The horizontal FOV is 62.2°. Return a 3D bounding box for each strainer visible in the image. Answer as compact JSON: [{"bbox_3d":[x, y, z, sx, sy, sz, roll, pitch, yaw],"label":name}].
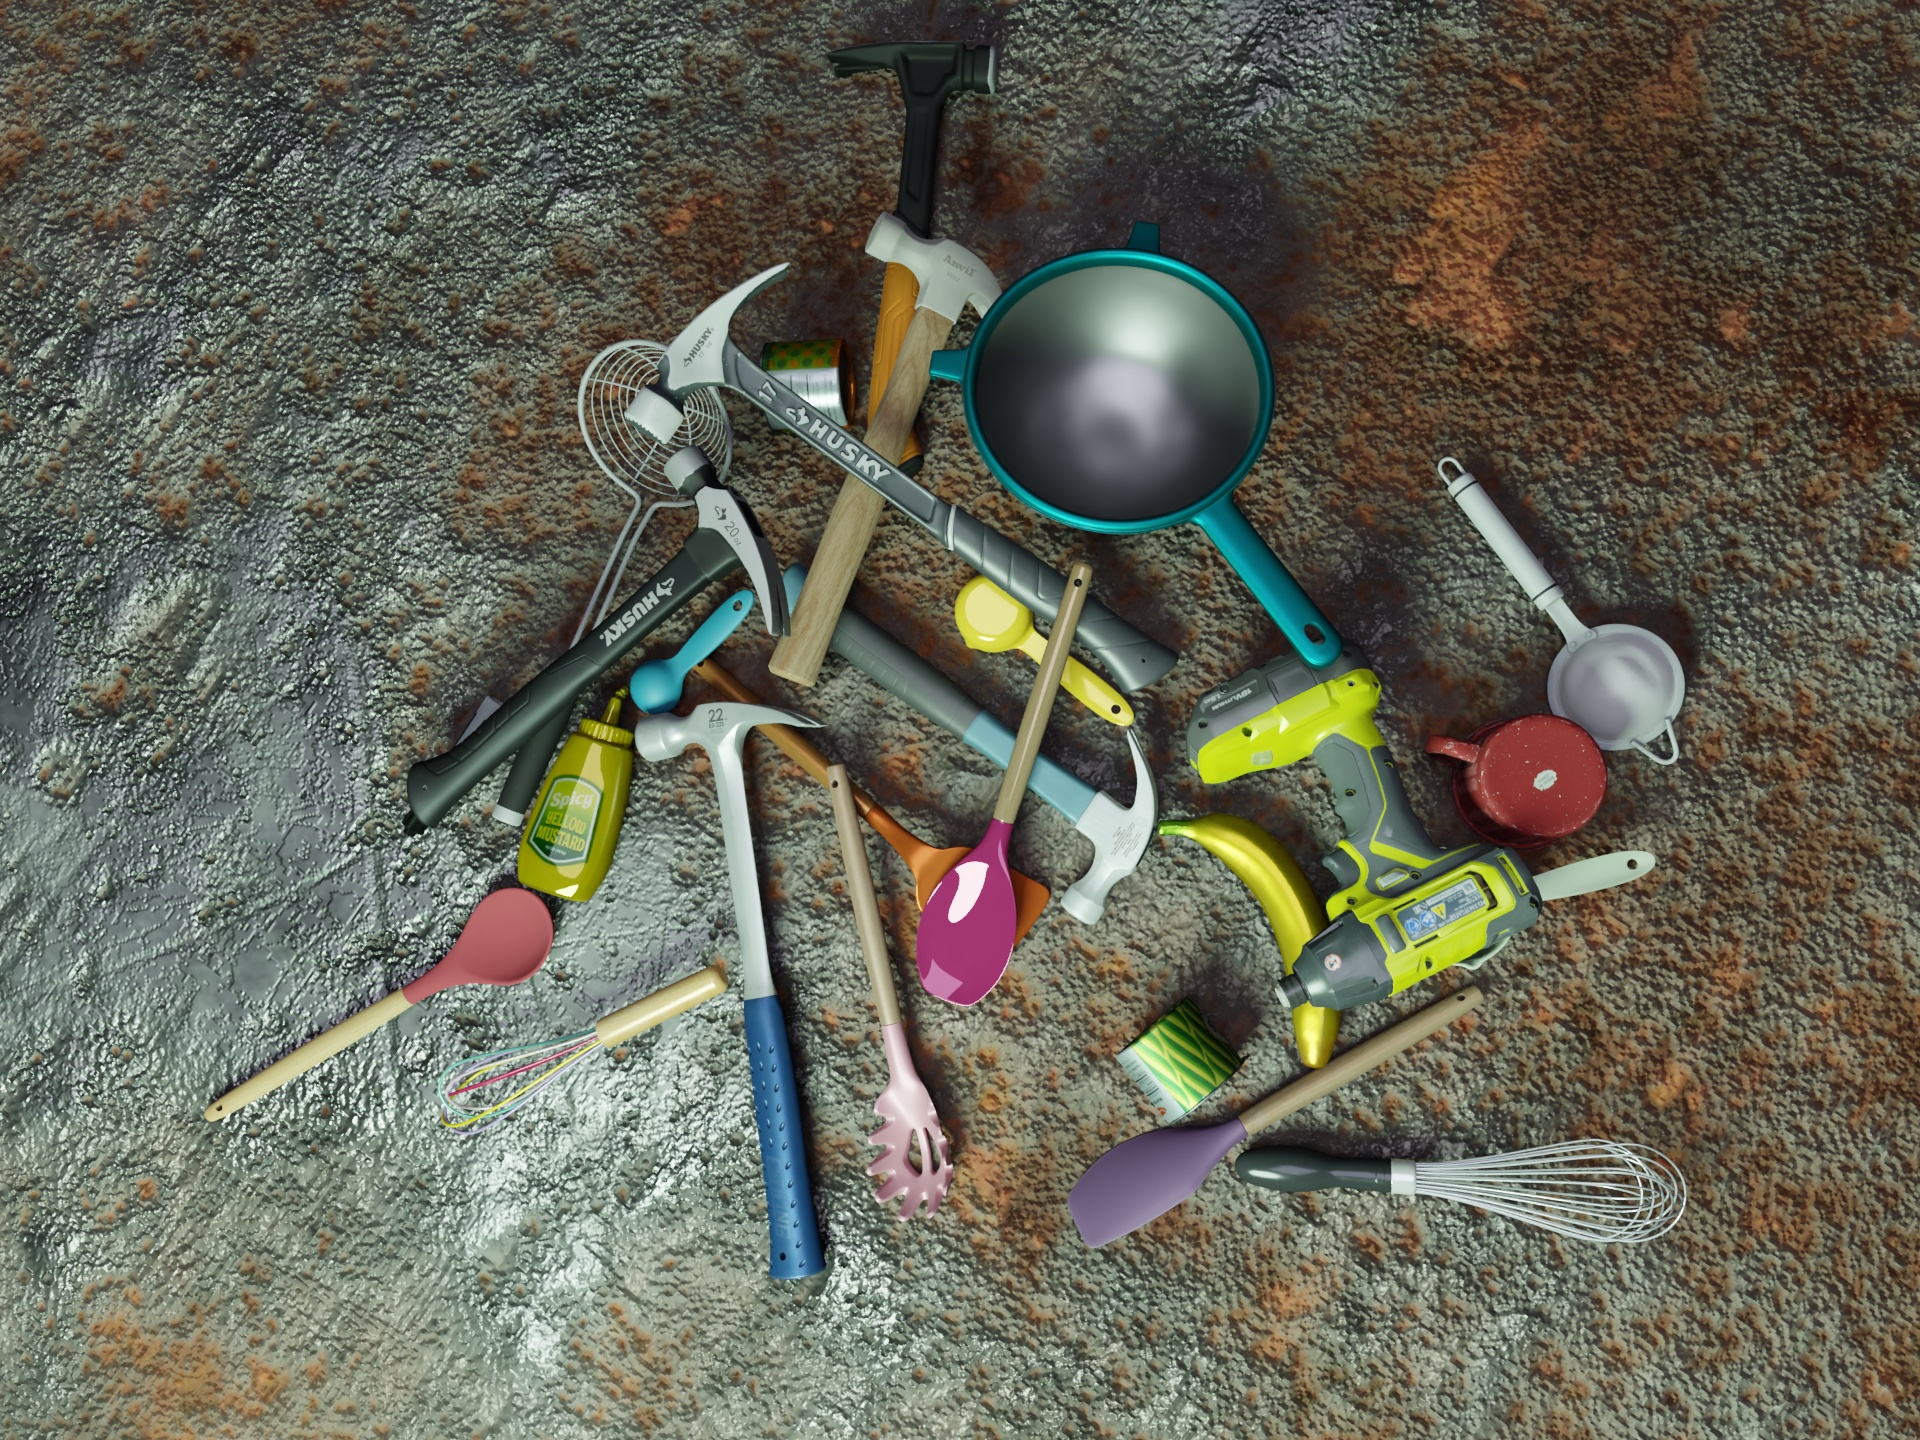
[{"bbox_3d":[0.405,-0.077,1.085,0.087,0.050,0.258,-37,76,17],"label":"strainer"},{"bbox_3d":[0.144,-0.164,1.097,0.211,0.095,0.340,-34,78,-8],"label":"strainer"}]

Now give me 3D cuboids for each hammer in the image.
[{"bbox_3d":[-0.002,-0.004,1.135,0.331,0.033,0.128,36,96,12],"label":"hammer"},{"bbox_3d":[-0.266,-0.034,1.126,0.334,0.035,0.146,-39,79,13],"label":"hammer"},{"bbox_3d":[-0.048,-0.341,1.184,0.127,0.034,0.337,4,84,8],"label":"hammer"},{"bbox_3d":[-0.138,0.184,1.125,0.144,0.035,0.405,-11,84,23],"label":"hammer"},{"bbox_3d":[-0.020,-0.149,1.095,0.409,0.036,0.149,35,86,-8],"label":"hammer"},{"bbox_3d":[-0.057,-0.182,1.127,0.130,0.031,0.331,22,86,-19],"label":"hammer"}]

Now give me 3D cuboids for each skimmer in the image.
[{"bbox_3d":[-0.273,-0.096,1.160,0.127,0.090,0.363,22,87,9],"label":"skimmer"}]

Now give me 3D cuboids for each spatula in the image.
[{"bbox_3d":[-0.080,0.052,1.150,0.323,0.041,0.081,40,91,15],"label":"spatula"},{"bbox_3d":[0.213,0.260,1.079,0.316,0.018,0.060,-30,46,2],"label":"spatula"}]

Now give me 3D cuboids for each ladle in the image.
[{"bbox_3d":[-0.431,0.218,1.181,0.315,0.031,0.069,-31,78,6],"label":"ladle"}]

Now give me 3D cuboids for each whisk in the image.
[{"bbox_3d":[-0.272,0.229,1.134,0.245,0.047,0.051,-27,91,12],"label":"whisk"},{"bbox_3d":[0.325,0.301,1.046,0.284,0.070,0.070,1,84,13],"label":"whisk"}]

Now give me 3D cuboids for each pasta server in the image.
[{"bbox_3d":[-0.057,0.186,1.108,0.060,0.040,0.316,-13,88,22],"label":"pasta server"}]

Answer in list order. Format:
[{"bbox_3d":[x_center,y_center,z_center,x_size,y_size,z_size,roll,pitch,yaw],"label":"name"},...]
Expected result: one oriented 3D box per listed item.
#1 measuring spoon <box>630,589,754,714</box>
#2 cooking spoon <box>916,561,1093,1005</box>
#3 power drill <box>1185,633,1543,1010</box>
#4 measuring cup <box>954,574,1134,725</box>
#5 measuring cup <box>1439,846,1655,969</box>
[{"bbox_3d":[-0.199,-0.052,1.161,0.128,0.021,0.042,-42,74,19],"label":"measuring spoon"},{"bbox_3d":[0.038,0.045,1.097,0.069,0.017,0.319,19,96,13],"label":"cooking spoon"},{"bbox_3d":[0.245,0.069,1.039,0.171,0.080,0.223,-26,66,-1],"label":"power drill"},{"bbox_3d":[0.061,-0.048,1.135,0.156,0.029,0.062,39,90,11],"label":"measuring cup"},{"bbox_3d":[0.375,0.113,1.063,0.167,0.038,0.083,-15,83,8],"label":"measuring cup"}]
